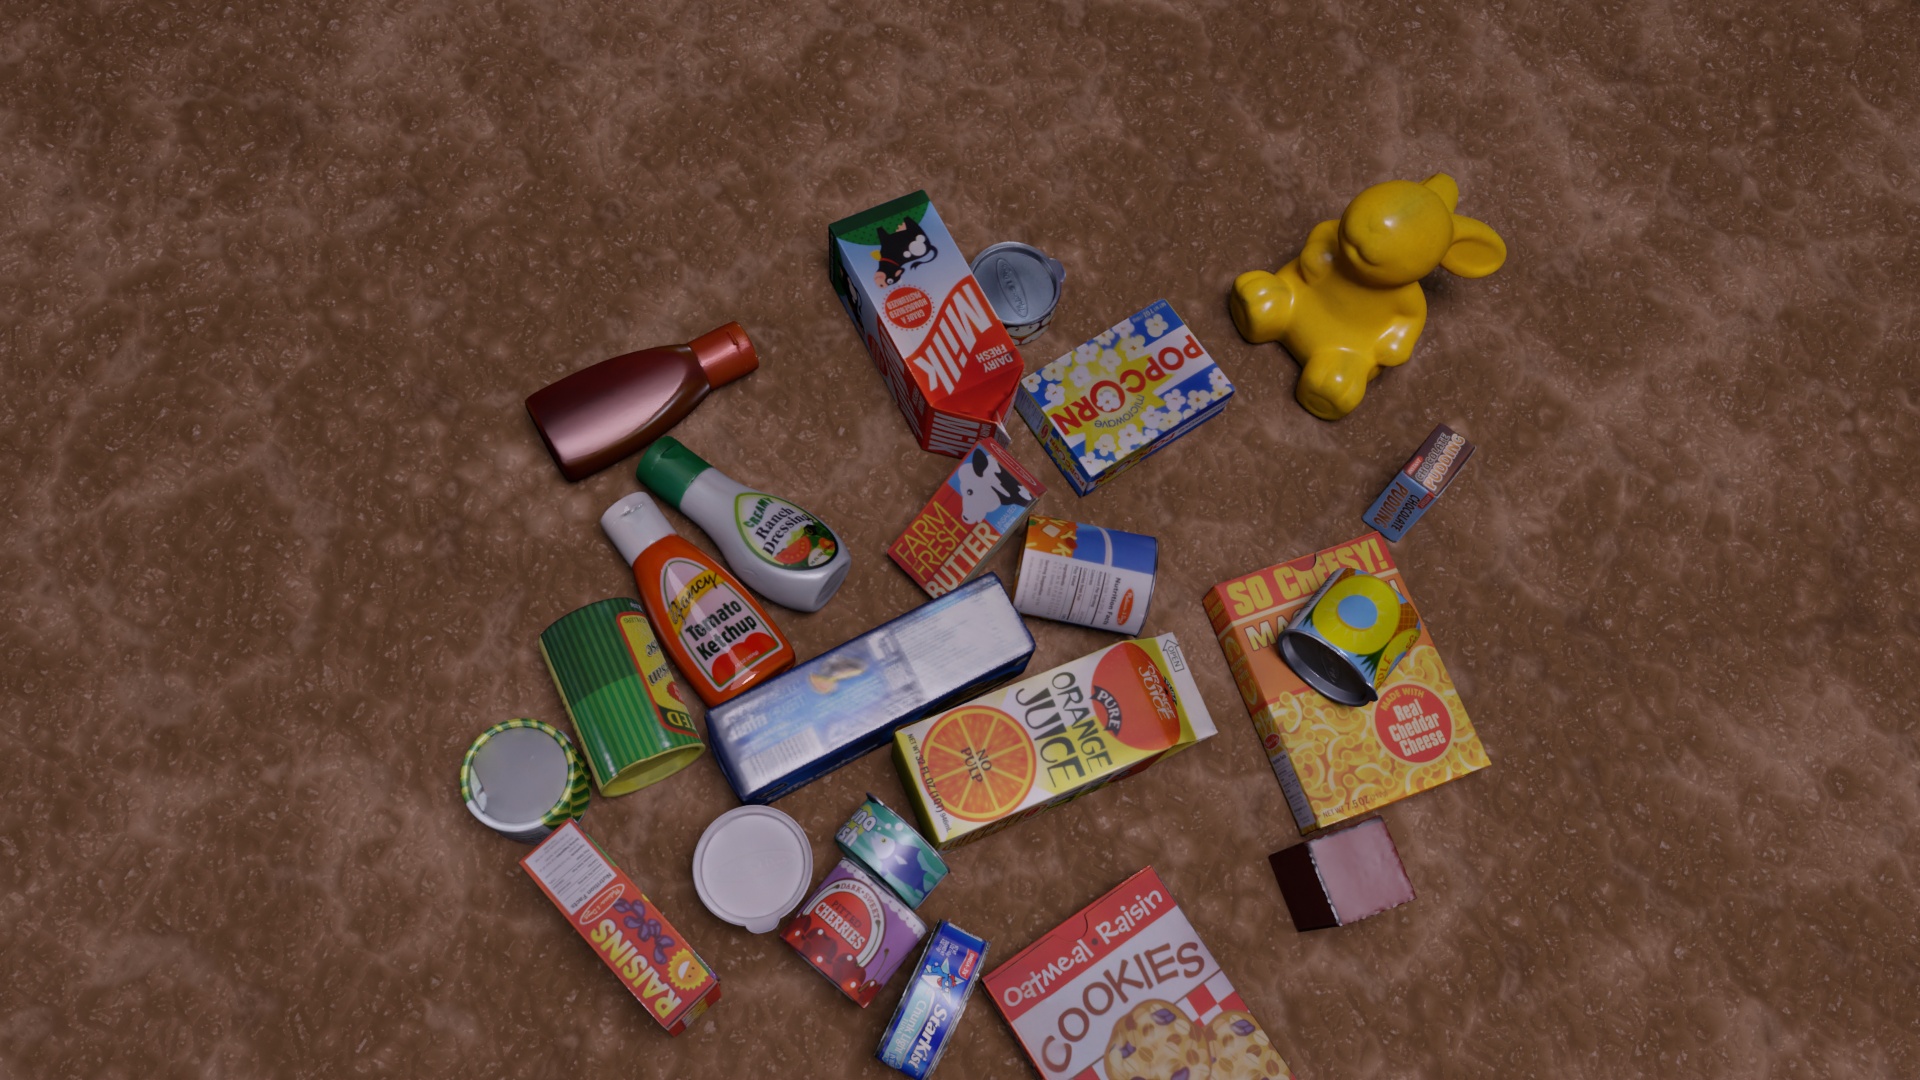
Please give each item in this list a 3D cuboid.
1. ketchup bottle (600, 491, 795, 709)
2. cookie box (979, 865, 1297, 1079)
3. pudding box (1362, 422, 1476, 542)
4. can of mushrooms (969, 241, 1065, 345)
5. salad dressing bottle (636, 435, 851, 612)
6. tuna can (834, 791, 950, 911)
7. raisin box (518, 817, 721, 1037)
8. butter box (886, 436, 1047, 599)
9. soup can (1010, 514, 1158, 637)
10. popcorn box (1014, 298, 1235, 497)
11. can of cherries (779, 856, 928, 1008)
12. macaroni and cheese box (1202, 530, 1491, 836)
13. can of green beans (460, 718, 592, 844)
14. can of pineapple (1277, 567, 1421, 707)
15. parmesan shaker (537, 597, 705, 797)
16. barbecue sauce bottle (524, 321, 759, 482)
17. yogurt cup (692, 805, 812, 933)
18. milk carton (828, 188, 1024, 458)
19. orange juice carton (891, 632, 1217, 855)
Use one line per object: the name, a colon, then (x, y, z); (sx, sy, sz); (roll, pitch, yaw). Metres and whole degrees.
ketchup bottle: (-0.171, 0.036, 0.875); (0.065, 0.043, 0.149); (-34, 76, -22)
cookie box: (0.107, 0.294, 0.809); (0.123, 0.040, 0.167); (-31, 76, -15)
pudding box: (0.305, -0.037, 0.927); (0.030, 0.083, 0.050); (38, 72, 11)
can of mushrooms: (0.038, -0.174, 0.977); (0.071, 0.033, 0.071); (2, 69, -4)
salad dressing bottle: (-0.141, -0.012, 0.894); (0.148, 0.043, 0.064); (34, 48, 9)
tuna can: (-0.042, 0.184, 0.820); (0.071, 0.071, 0.033); (41, 72, 9)
raisin box: (-0.189, 0.220, 0.784); (0.040, 0.085, 0.123); (-41, 79, -22)
butter box: (0.003, -0.011, 0.888); (0.053, 0.024, 0.103); (44, 114, 9)
soup can: (0.079, 0.021, 0.895); (0.084, 0.071, 0.071); (11, 70, -1)
popcorn box: (0.112, -0.099, 0.954); (0.127, 0.038, 0.085); (-31, 76, -15)
can of cherries: (-0.062, 0.226, 0.802); (0.071, 0.071, 0.058); (39, 72, 9)
macaroni and cheese box: (0.247, 0.089, 0.897); (0.124, 0.040, 0.167); (-17, 73, -12)
can of green beans: (-0.256, 0.143, 0.820); (0.071, 0.057, 0.071); (2, 70, -5)
can of pineapple: (0.239, 0.060, 0.849); (0.071, 0.070, 0.058); (41, 72, 9)
parmesan shaker: (-0.205, 0.093, 0.836); (0.071, 0.071, 0.103); (-24, 74, -13)
barbecue sauce bottle: (-0.207, -0.098, 0.921); (0.149, 0.043, 0.065); (-29, 76, -15)
yogurt cup: (-0.121, 0.193, 0.817); (0.072, 0.053, 0.072); (2, 70, -5)
milk carton: (-0.016, -0.133, 0.936); (0.073, 0.072, 0.191); (-24, 74, -14)
orange juice carton: (0.059, 0.121, 0.851); (0.193, 0.072, 0.072); (-20, 73, -13)
